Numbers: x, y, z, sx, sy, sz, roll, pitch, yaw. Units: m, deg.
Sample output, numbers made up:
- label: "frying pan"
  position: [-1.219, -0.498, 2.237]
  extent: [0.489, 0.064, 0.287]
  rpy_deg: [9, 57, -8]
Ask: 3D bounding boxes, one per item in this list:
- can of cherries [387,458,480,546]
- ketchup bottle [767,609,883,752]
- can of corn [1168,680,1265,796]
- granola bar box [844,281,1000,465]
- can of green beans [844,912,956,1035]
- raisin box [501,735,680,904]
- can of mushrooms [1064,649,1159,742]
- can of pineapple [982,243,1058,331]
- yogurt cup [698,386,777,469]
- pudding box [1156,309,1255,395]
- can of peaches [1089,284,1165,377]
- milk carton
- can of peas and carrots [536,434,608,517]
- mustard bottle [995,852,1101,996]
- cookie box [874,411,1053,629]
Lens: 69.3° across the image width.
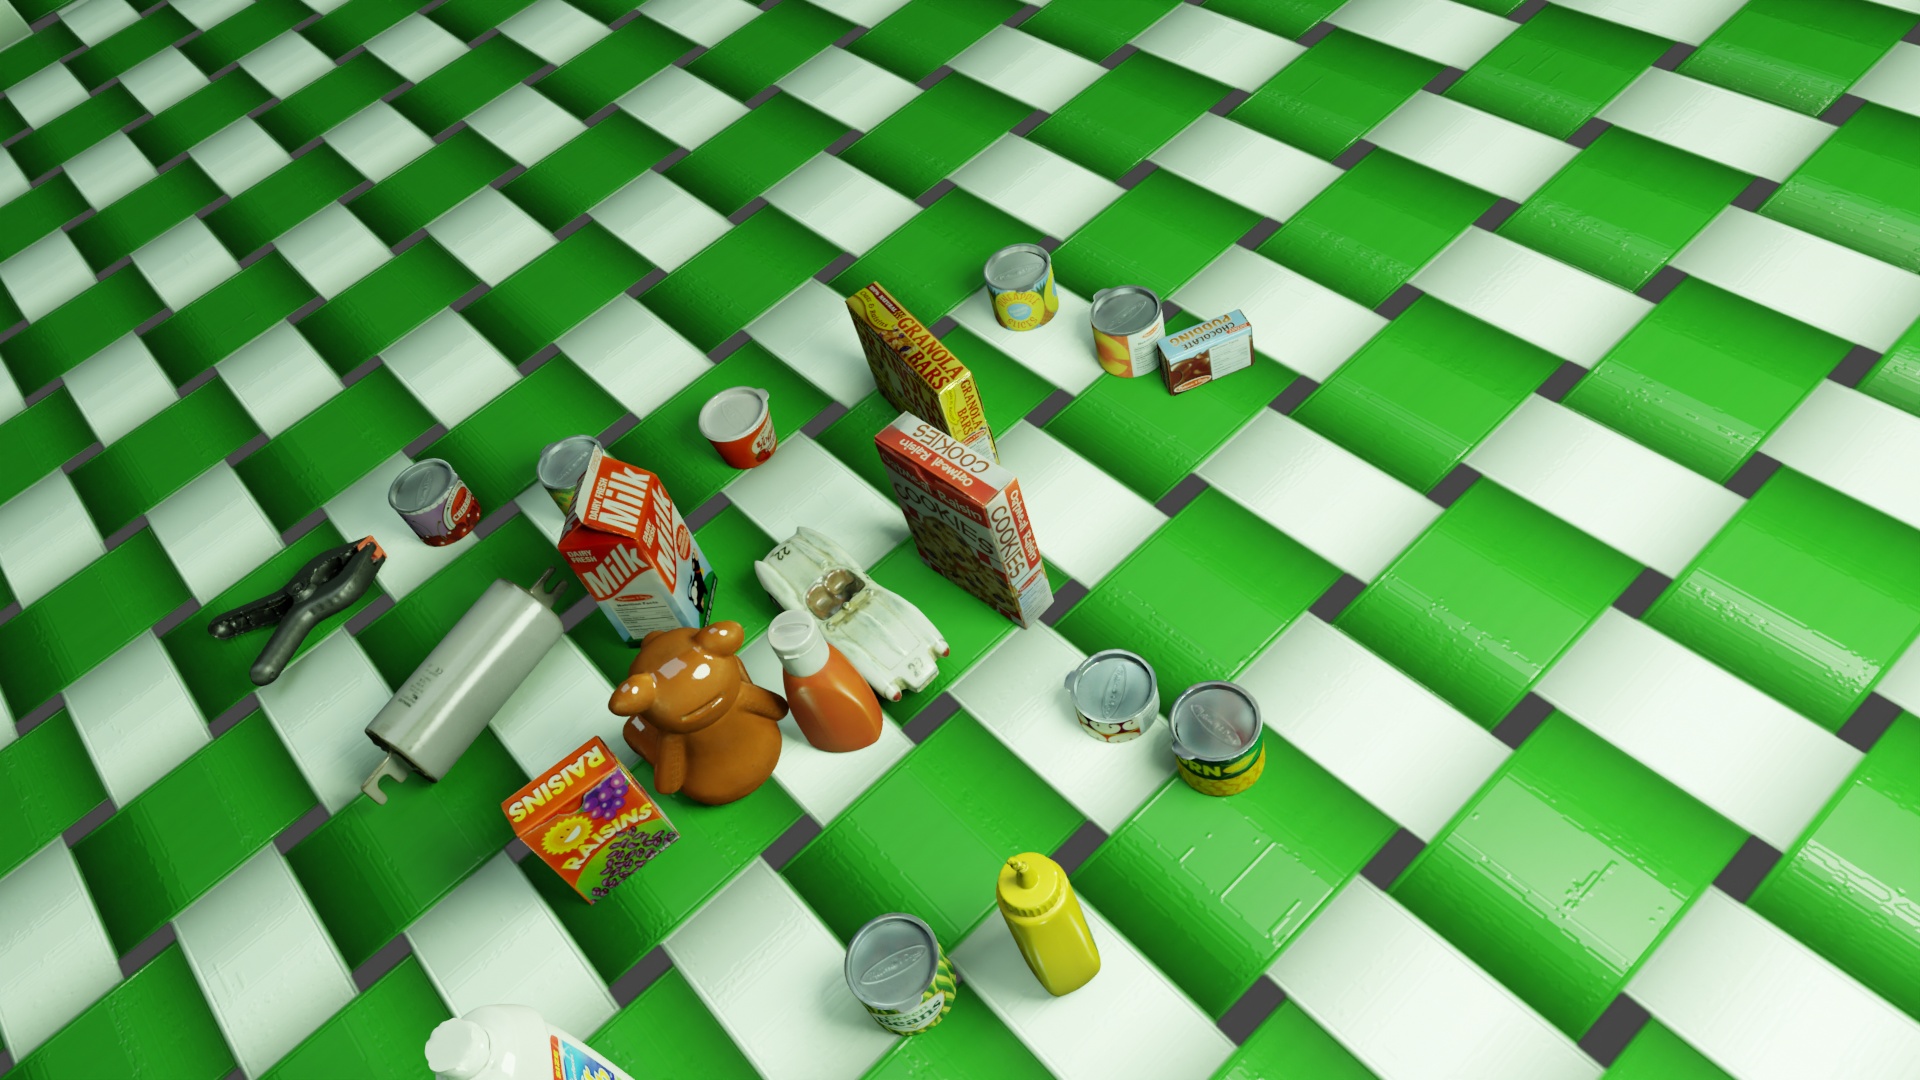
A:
- label: "can of cherries"
  position: [-0.507, -0.036, 1.346]
  extent: [0.071, 0.058, 0.072]
  rpy_deg: [-8, 51, 10]
- label: "ketchup bottle"
  position: [-0.107, 0.109, 1.062]
  extent: [0.065, 0.148, 0.044]
  rpy_deg: [-7, 51, 11]
- label: "can of corn"
  position: [0.185, 0.146, 1.010]
  extent: [0.071, 0.058, 0.071]
  rpy_deg: [-8, 51, 10]
- label: "granola bar box"
  position: [-0.034, -0.143, 1.256]
  extent: [0.039, 0.123, 0.166]
  rpy_deg: [-34, 52, -11]
- label: "can of green beans"
  position: [-0.040, 0.298, 0.953]
  extent: [0.071, 0.057, 0.071]
  rpy_deg: [-8, 51, 10]
- label: "raisin box"
  position: [-0.276, 0.212, 1.044]
  extent: [0.086, 0.122, 0.040]
  rpy_deg: [-36, 52, -13]
- label: "can of mushrooms"
  position: [0.117, 0.119, 1.066]
  extent: [0.071, 0.033, 0.071]
  rpy_deg: [-8, 51, 10]
- label: "can of pineapple"
  position: [0.060, -0.245, 1.354]
  extent: [0.071, 0.057, 0.071]
  rpy_deg: [-8, 51, 10]
- label: "yogurt cup"
  position: [-0.208, -0.104, 1.320]
  extent: [0.072, 0.053, 0.073]
  rpy_deg: [-8, 51, 10]
- label: "pudding box"
  position: [0.222, -0.170, 1.255]
  extent: [0.084, 0.049, 0.030]
  rpy_deg: [-22, 50, -2]
- label: "can of peaches"
  position: [0.155, -0.195, 1.288]
  extent: [0.071, 0.057, 0.071]
  rpy_deg: [-8, 51, 10]
- label: "milk carton"
  position: [-0.274, 0.008, 1.161]
  extent: [0.073, 0.189, 0.073]
  rpy_deg: [-5, 52, 12]
- label: "can of peas and carrots"
  position: [-0.362, -0.058, 1.323]
  extent: [0.071, 0.058, 0.071]
  rpy_deg: [-8, 51, 10]
- label: "mustard bottle"
  position: [0.054, 0.243, 0.904]
  extent: [0.049, 0.159, 0.065]
  rpy_deg: [-29, 51, -8]
- label: "cookie box"
  position: [0.004, -0.014, 1.116]
  extent: [0.123, 0.166, 0.040]
  rpy_deg: [32, 67, 33]
